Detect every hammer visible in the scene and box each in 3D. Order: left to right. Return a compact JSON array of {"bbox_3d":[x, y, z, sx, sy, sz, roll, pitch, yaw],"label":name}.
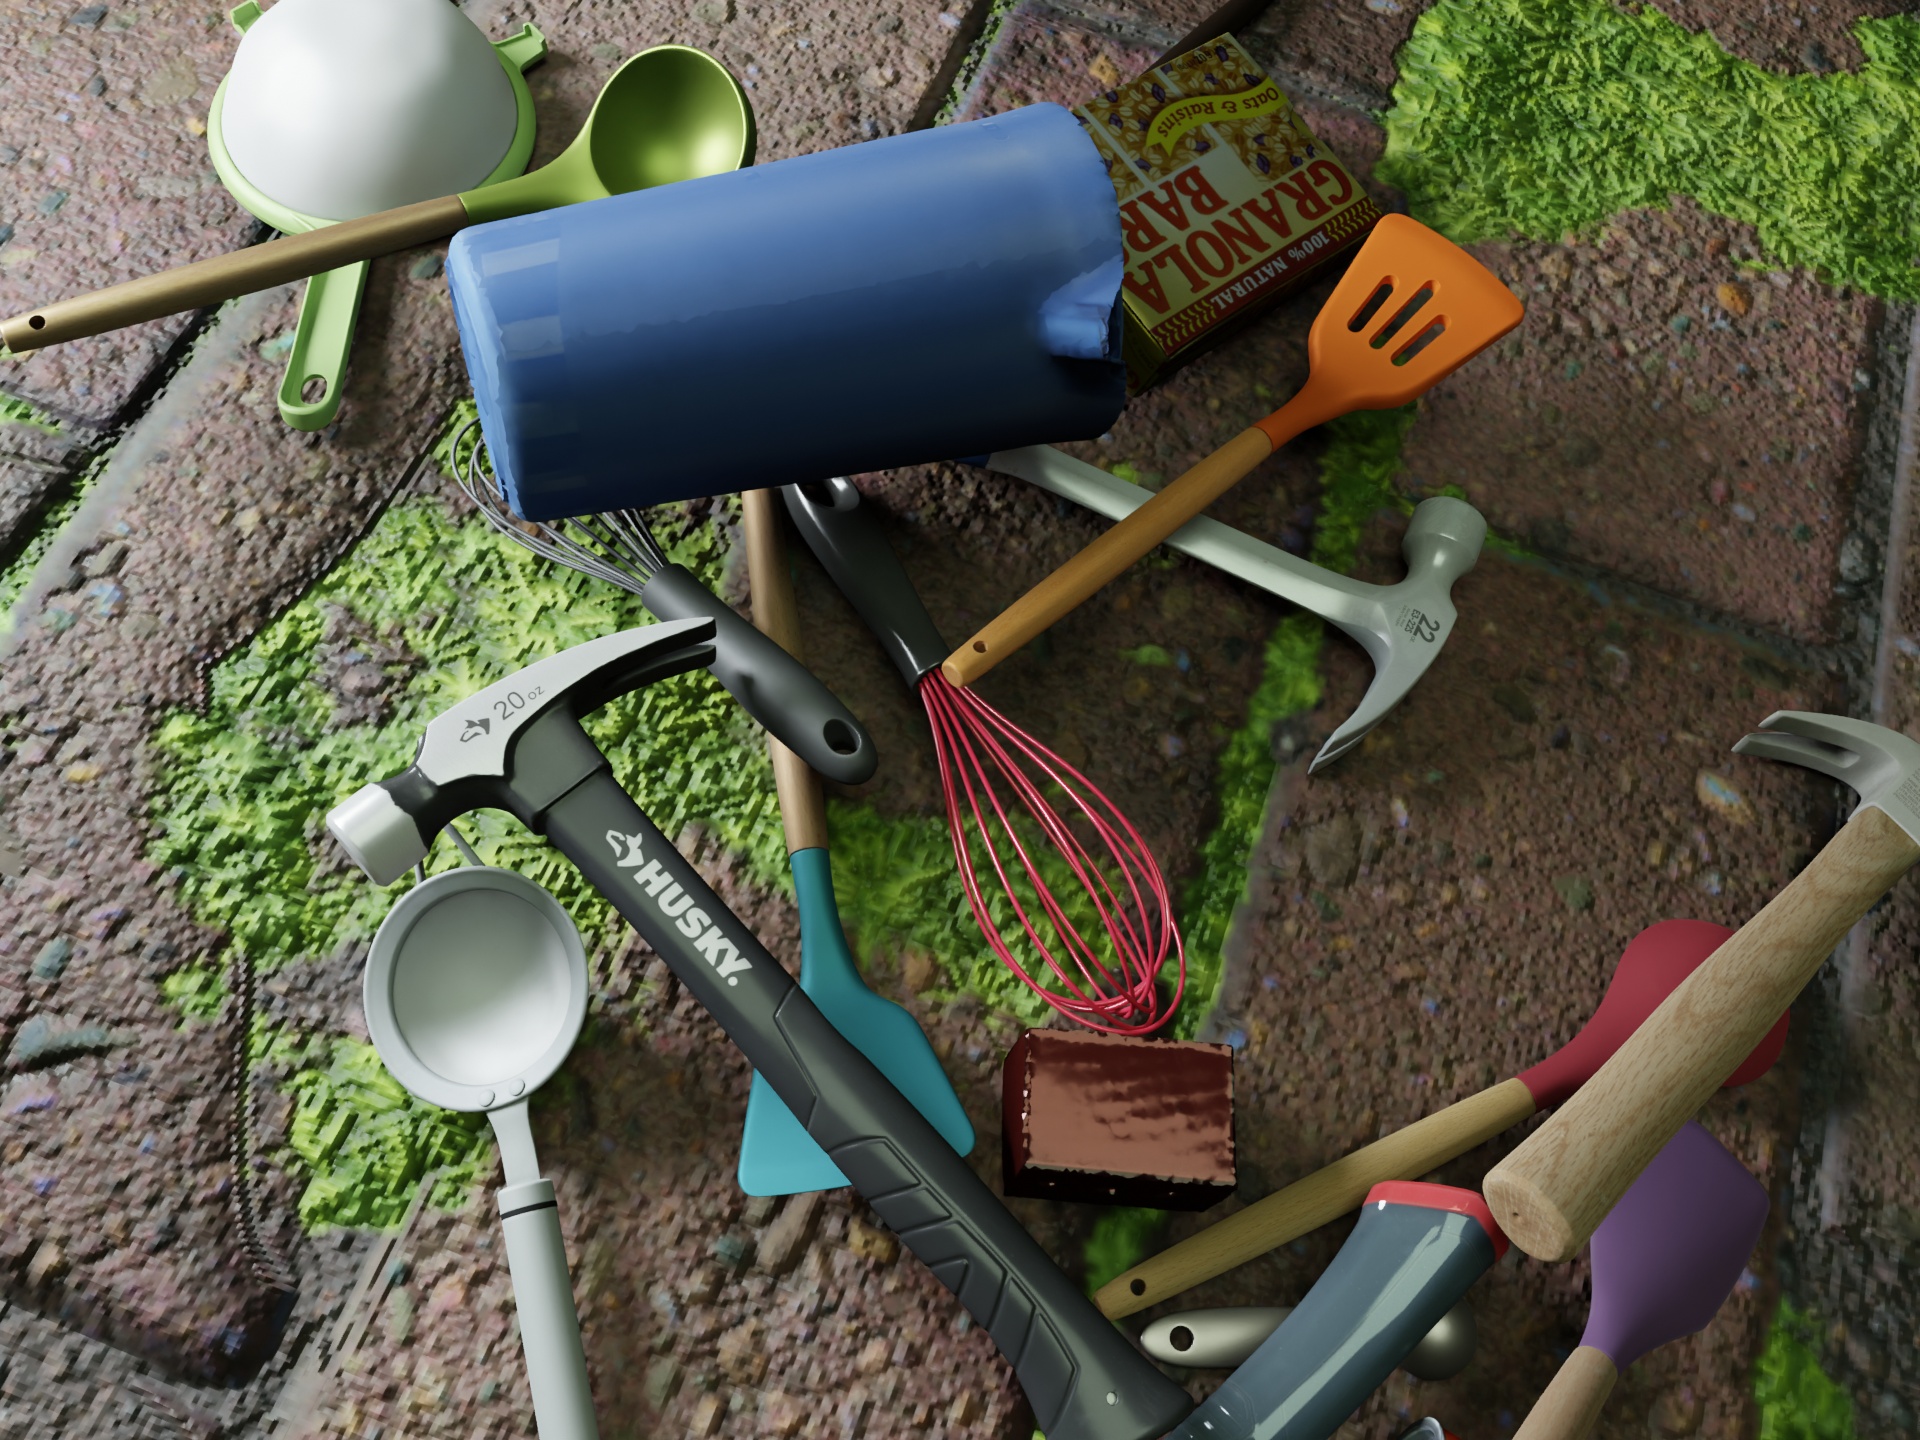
[{"bbox_3d":[-0.050,0.106,0.531,0.146,0.035,0.335,-40,76,-22],"label":"hammer"},{"bbox_3d":[0.024,-0.114,0.703,0.405,0.035,0.144,25,64,6],"label":"hammer"},{"bbox_3d":[0.044,0.288,0.490,0.386,0.038,0.143,-35,59,-20],"label":"hammer"},{"bbox_3d":[0.301,0.093,0.603,0.331,0.031,0.130,-28,68,-33],"label":"hammer"}]

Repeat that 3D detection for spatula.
[{"bbox_3d":[-0.062,0.024,0.622,0.082,0.044,0.318,-10,65,-4],"label":"spatula"},{"bbox_3d":[0.112,-0.111,0.667,0.322,0.041,0.081,-38,72,-25],"label":"spatula"},{"bbox_3d":[0.194,0.223,0.516,0.060,0.018,0.316,47,46,15],"label":"spatula"}]

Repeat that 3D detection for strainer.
[{"bbox_3d":[-0.278,-0.251,0.714,0.151,0.069,0.257,3,63,-6],"label":"strainer"},{"bbox_3d":[-0.152,0.158,0.550,0.087,0.050,0.259,-19,72,9],"label":"strainer"}]

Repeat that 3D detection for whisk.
[{"bbox_3d":[-0.120,-0.052,0.634,0.239,0.055,0.055,41,66,20],"label":"whisk"},{"bbox_3d":[-0.001,-0.002,0.637,0.073,0.073,0.296,-24,63,-17],"label":"whisk"}]

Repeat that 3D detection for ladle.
[{"bbox_3d":[-0.235,-0.213,0.669,0.320,0.062,0.078,-24,88,-20],"label":"ladle"},{"bbox_3d":[0.191,0.152,0.602,0.315,0.031,0.069,-22,66,-14],"label":"ladle"}]

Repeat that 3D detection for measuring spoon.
[{"bbox_3d":[0.126,0.218,0.565,0.124,0.018,0.034,0,65,-6],"label":"measuring spoon"}]

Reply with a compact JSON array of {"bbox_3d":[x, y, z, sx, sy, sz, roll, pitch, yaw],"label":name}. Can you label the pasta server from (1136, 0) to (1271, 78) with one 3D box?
[{"bbox_3d":[0.077,-0.299,0.806,0.060,0.040,0.316,36,62,11],"label":"pasta server"}]
